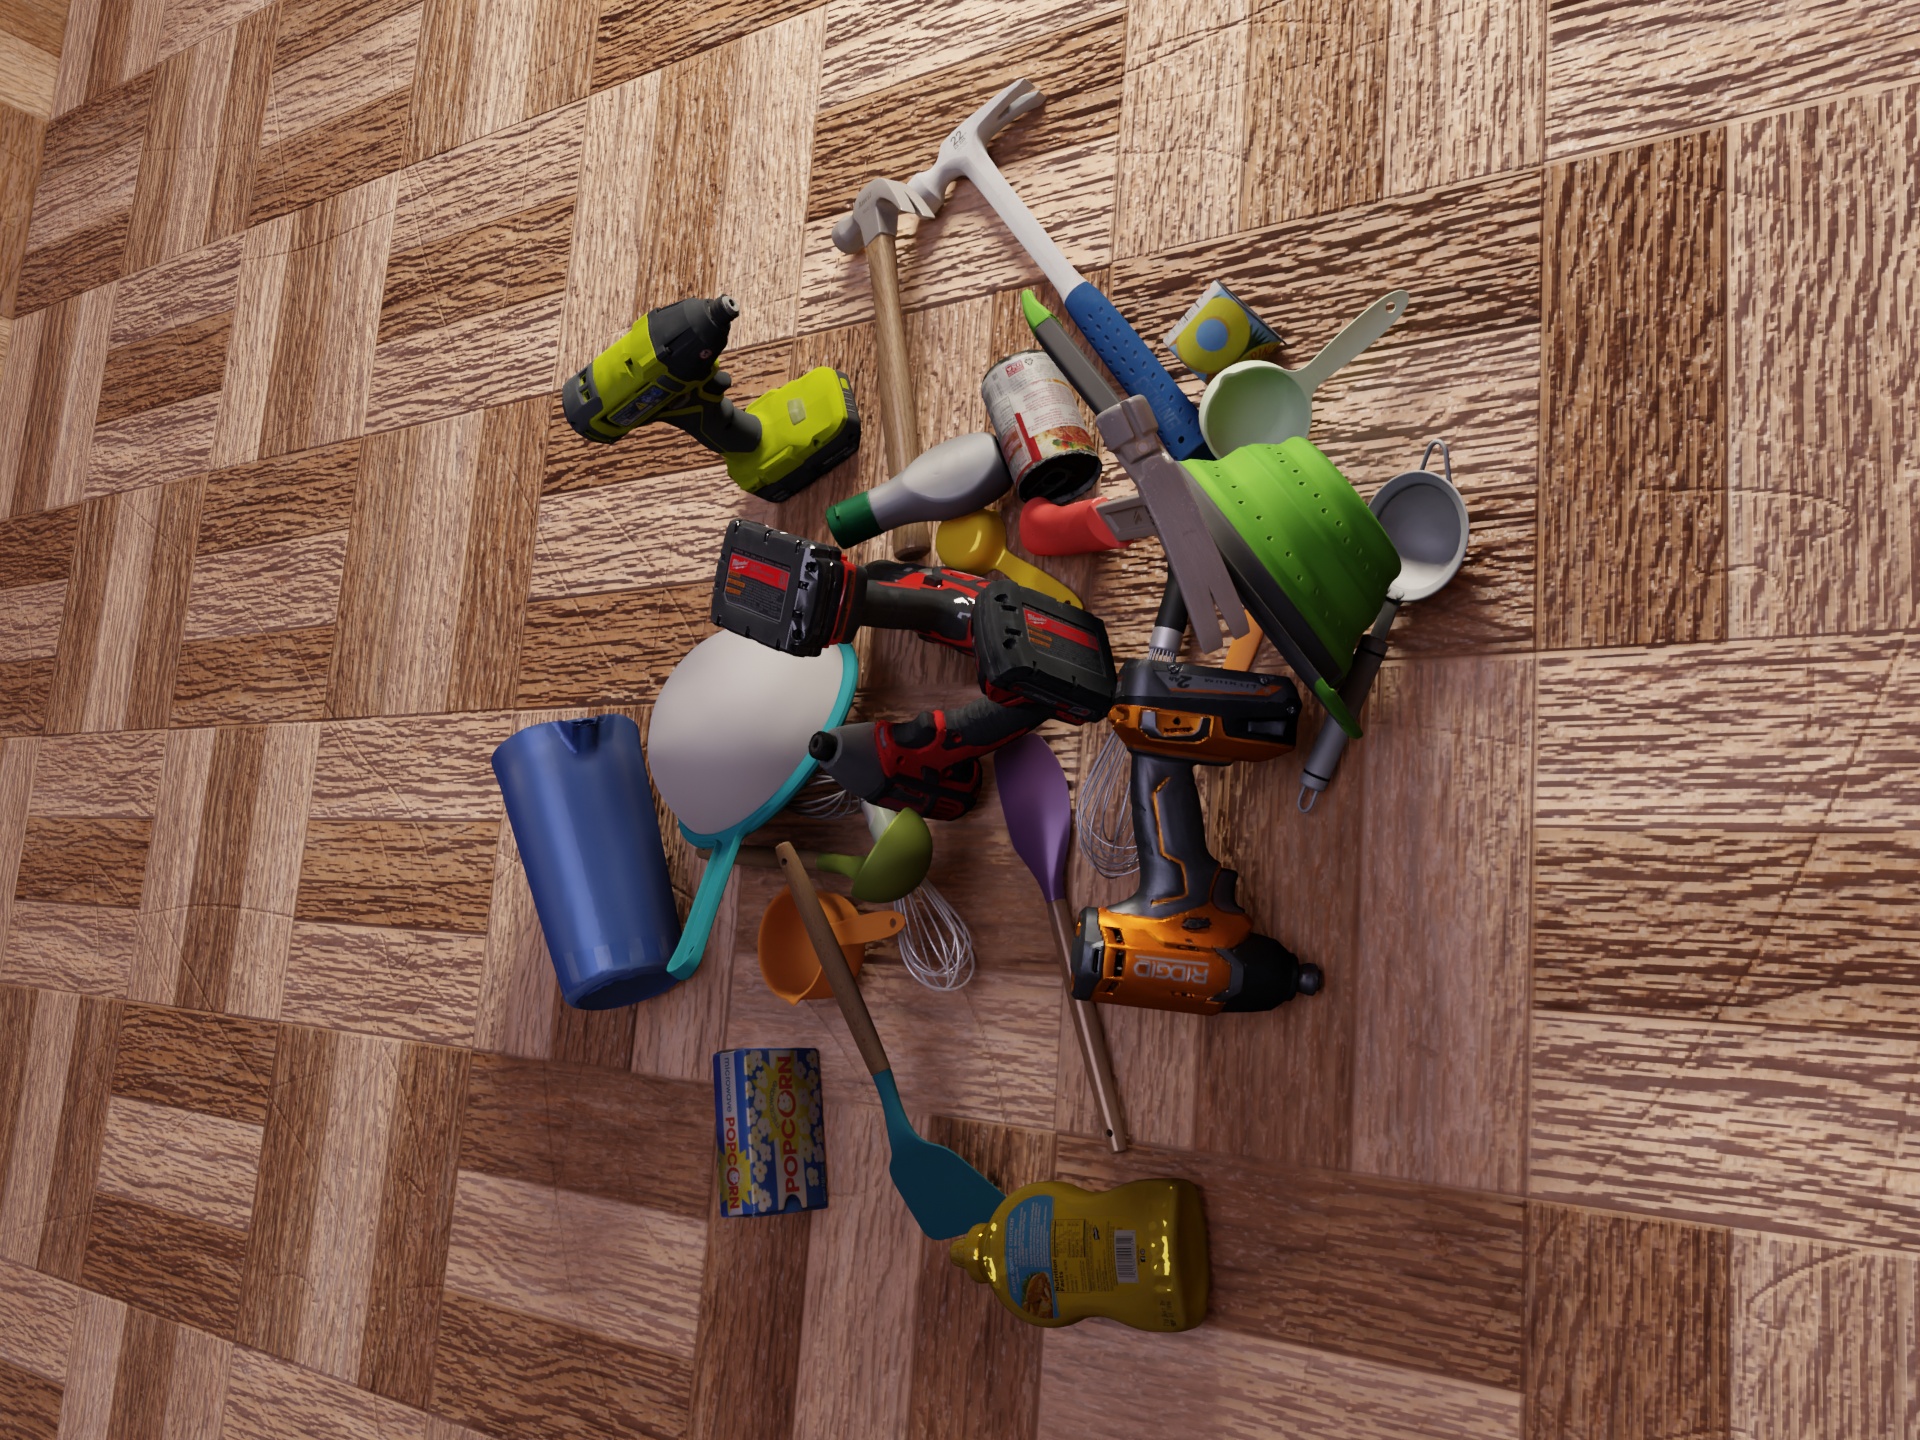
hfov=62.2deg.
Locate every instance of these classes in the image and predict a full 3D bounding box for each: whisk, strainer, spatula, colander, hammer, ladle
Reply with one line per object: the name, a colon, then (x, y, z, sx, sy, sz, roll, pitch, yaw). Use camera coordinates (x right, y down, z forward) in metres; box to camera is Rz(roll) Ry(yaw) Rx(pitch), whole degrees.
whisk: (0.140, -0.025, 1.135, 0.070, 0.070, 0.285, 9, 80, 37)
strainer: (0.276, -0.057, 1.049, 0.087, 0.050, 0.258, 34, 107, 49)
spatula: (0.078, 0.156, 1.160, 0.060, 0.018, 0.316, -25, 65, 29)
colander: (0.171, -0.172, 1.043, 0.094, 0.204, 0.397, -38, 63, 10)
hammer: (0.090, -0.346, 1.250, 0.144, 0.035, 0.406, -43, 58, 21)
strainer: (-0.198, 0.039, 1.247, 0.211, 0.095, 0.341, -26, 36, 36)
whisk: (-0.050, 0.106, 1.249, 0.247, 0.059, 0.057, 64, 144, 32)
hammer: (-0.055, -0.296, 1.330, 0.130, 0.031, 0.331, -24, 69, 58)
whisk: (-0.151, 0.062, 1.309, 0.239, 0.055, 0.055, -12, 72, 50)
hammer: (0.096, -0.121, 1.056, 0.036, 0.359, 0.149, -26, 97, -6)
spatula: (-0.065, 0.234, 1.180, 0.082, 0.044, 0.318, -31, 78, 30)
ladle: (-0.132, 0.103, 1.266, 0.320, 0.062, 0.078, -2, 44, 50)

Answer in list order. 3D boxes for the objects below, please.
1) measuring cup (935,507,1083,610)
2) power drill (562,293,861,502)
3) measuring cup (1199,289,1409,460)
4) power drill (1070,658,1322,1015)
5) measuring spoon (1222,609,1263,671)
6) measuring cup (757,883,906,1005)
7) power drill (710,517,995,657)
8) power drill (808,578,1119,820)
measuring cup: (0.036, -0.121, 1.242, 0.157, 0.029, 0.062, 38, 103, 38)
power drill: (-0.192, -0.268, 1.321, 0.171, 0.223, 0.080, -28, 65, 28)
measuring cup: (0.239, -0.243, 1.107, 0.167, 0.083, 0.038, -40, 21, 11)
power drill: (0.165, 0.081, 1.048, 0.164, 0.084, 0.226, 7, 88, 1)
measuring spoon: (0.192, -0.037, 1.122, 0.021, 0.011, 0.117, 24, 94, 37)
measuring cup: (-0.086, 0.169, 1.241, 0.173, 0.052, 0.095, -18, 71, 42)
power drill: (-0.076, -0.096, 1.201, 0.188, 0.226, 0.080, 22, 104, 45)
power drill: (-0.002, -0.004, 1.151, 0.219, 0.143, 0.079, -38, 48, 38)
